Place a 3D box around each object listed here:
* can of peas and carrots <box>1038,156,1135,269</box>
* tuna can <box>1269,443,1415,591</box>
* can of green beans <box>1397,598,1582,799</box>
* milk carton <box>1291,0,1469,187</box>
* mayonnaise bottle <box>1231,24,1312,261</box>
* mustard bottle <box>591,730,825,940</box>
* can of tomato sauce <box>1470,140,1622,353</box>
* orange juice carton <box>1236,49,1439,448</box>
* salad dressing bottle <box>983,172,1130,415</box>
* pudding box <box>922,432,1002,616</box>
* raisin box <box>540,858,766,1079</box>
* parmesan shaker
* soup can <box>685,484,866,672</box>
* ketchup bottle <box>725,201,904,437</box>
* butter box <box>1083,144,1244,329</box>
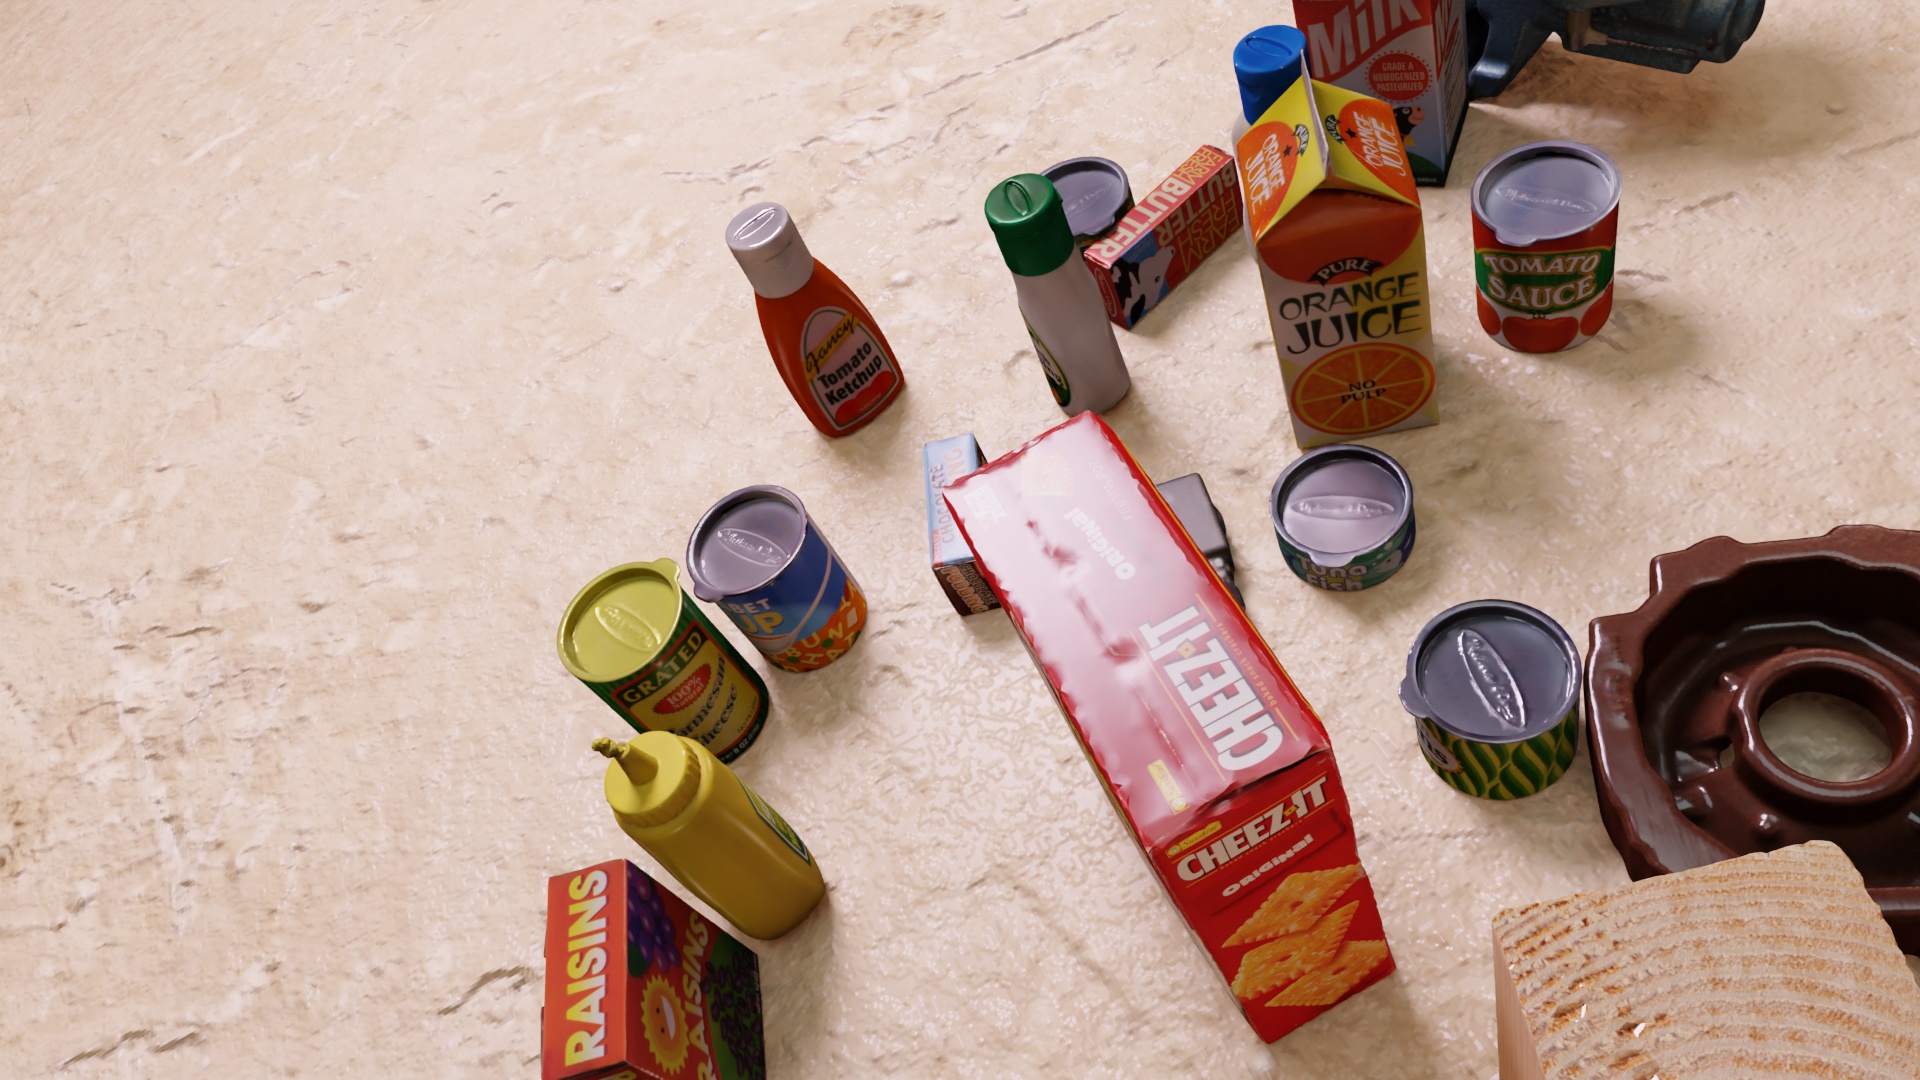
[{"bbox_3d":[0.074,-0.180,0.816,0.071,0.058,0.071,-11,53,15],"label":"can of peas and carrots"},{"bbox_3d":[0.183,-0.009,0.665,0.071,0.032,0.071,-11,53,15],"label":"tuna can"},{"bbox_3d":[0.222,0.067,0.579,0.071,0.057,0.071,-11,53,15],"label":"can of green beans"},{"bbox_3d":[0.226,-0.285,0.745,0.072,0.189,0.074,10,61,28],"label":"milk carton"},{"bbox_3d":[0.173,-0.200,0.732,0.041,0.147,0.065,-44,52,-12],"label":"mayonnaise bottle"},{"bbox_3d":[-0.113,0.123,0.607,0.049,0.159,0.065,-41,51,-9],"label":"mustard bottle"},{"bbox_3d":[0.288,-0.142,0.686,0.071,0.082,0.071,-11,53,15],"label":"can of tomato sauce"},{"bbox_3d":[0.178,-0.132,0.653,0.073,0.192,0.072,-11,53,15],"label":"orange juice carton"},{"bbox_3d":[0.051,-0.127,0.729,0.044,0.147,0.064,-25,51,4],"label":"salad dressing bottle"},{"bbox_3d":[0.003,-0.009,0.727,0.030,0.049,0.084,-14,52,13],"label":"pudding box"},{"bbox_3d":[-0.126,0.197,0.582,0.040,0.123,0.086,-18,52,10],"label":"raisin box"},{"bbox_3d":[-0.144,0.064,0.699,0.071,0.102,0.071,-11,53,15],"label":"parmesan shaker"},{"bbox_3d":[-0.095,0.023,0.721,0.071,0.083,0.072,-11,53,15],"label":"soup can"},{"bbox_3d":[-0.084,-0.124,0.781,0.065,0.148,0.043,-40,51,-8],"label":"ketchup bottle"},{"bbox_3d":[0.119,-0.174,0.797,0.104,0.053,0.024,-43,52,-11],"label":"butter box"}]
